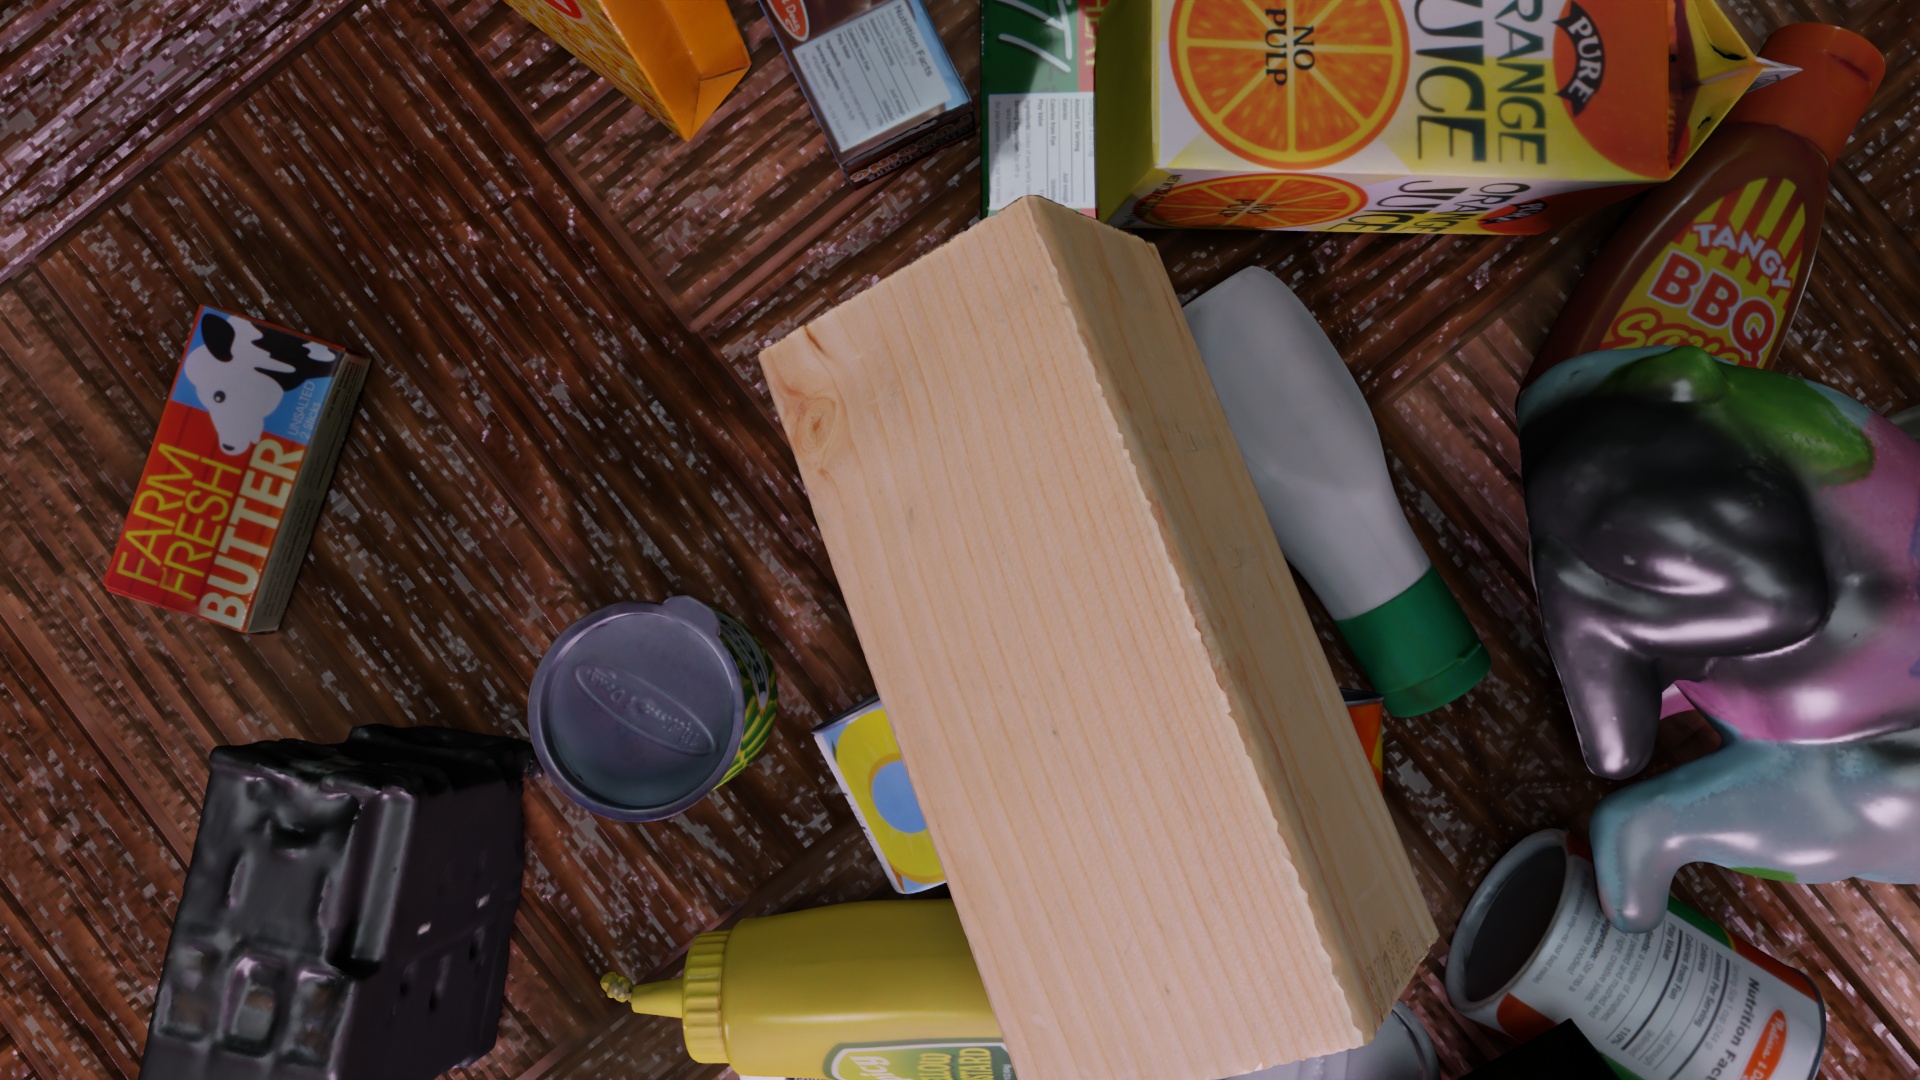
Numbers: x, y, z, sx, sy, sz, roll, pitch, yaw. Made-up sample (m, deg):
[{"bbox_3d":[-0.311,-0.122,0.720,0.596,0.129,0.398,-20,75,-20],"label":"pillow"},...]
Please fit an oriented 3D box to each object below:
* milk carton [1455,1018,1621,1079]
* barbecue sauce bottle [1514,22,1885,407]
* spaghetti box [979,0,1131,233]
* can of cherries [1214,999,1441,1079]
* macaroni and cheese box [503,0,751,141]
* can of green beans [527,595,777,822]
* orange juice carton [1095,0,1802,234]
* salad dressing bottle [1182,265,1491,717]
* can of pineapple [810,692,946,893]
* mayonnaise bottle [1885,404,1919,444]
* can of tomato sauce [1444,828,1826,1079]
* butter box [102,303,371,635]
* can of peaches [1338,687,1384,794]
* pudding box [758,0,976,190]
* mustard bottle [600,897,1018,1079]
[{"bbox_3d":[0.188,0.235,0.396,0.072,0.074,0.190,-30,117,2],"label":"milk carton"},{"bbox_3d":[0.240,-0.091,0.443,0.065,0.043,0.148,30,89,-6],"label":"barbecue sauce bottle"},{"bbox_3d":[0.031,-0.172,0.463,0.050,0.028,0.250,0,88,2],"label":"spaghetti box"},{"bbox_3d":[0.105,0.158,0.431,0.071,0.058,0.071,0,89,3],"label":"can of cherries"},{"bbox_3d":[-0.149,-0.206,0.426,0.166,0.123,0.040,38,87,4],"label":"macaroni and cheese box"},{"bbox_3d":[-0.096,0.052,0.444,0.071,0.058,0.071,0,88,3],"label":"can of green beans"},{"bbox_3d":[0.143,-0.136,0.421,0.193,0.072,0.073,0,89,-7],"label":"orange juice carton"},{"bbox_3d":[0.114,-0.014,0.443,0.064,0.044,0.147,-33,91,-33],"label":"salad dressing bottle"},{"bbox_3d":[-0.003,0.068,0.435,0.071,0.071,0.058,-28,88,1],"label":"can of pineapple"},{"bbox_3d":[0.346,0.017,0.427,0.148,0.064,0.041,41,82,-1],"label":"mayonnaise bottle"},{"bbox_3d":[0.202,0.138,0.425,0.083,0.071,0.071,32,89,4],"label":"can of tomato sauce"},{"bbox_3d":[-0.244,-0.024,0.471,0.053,0.024,0.103,19,88,2],"label":"butter box"},{"bbox_3d":[0.097,0.076,0.429,0.071,0.071,0.058,1,89,3],"label":"can of peaches"},{"bbox_3d":[-0.034,-0.167,0.465,0.049,0.030,0.083,-26,87,2],"label":"pudding box"},{"bbox_3d":[-0.033,0.142,0.433,0.160,0.065,0.049,-3,52,4],"label":"mustard bottle"}]
